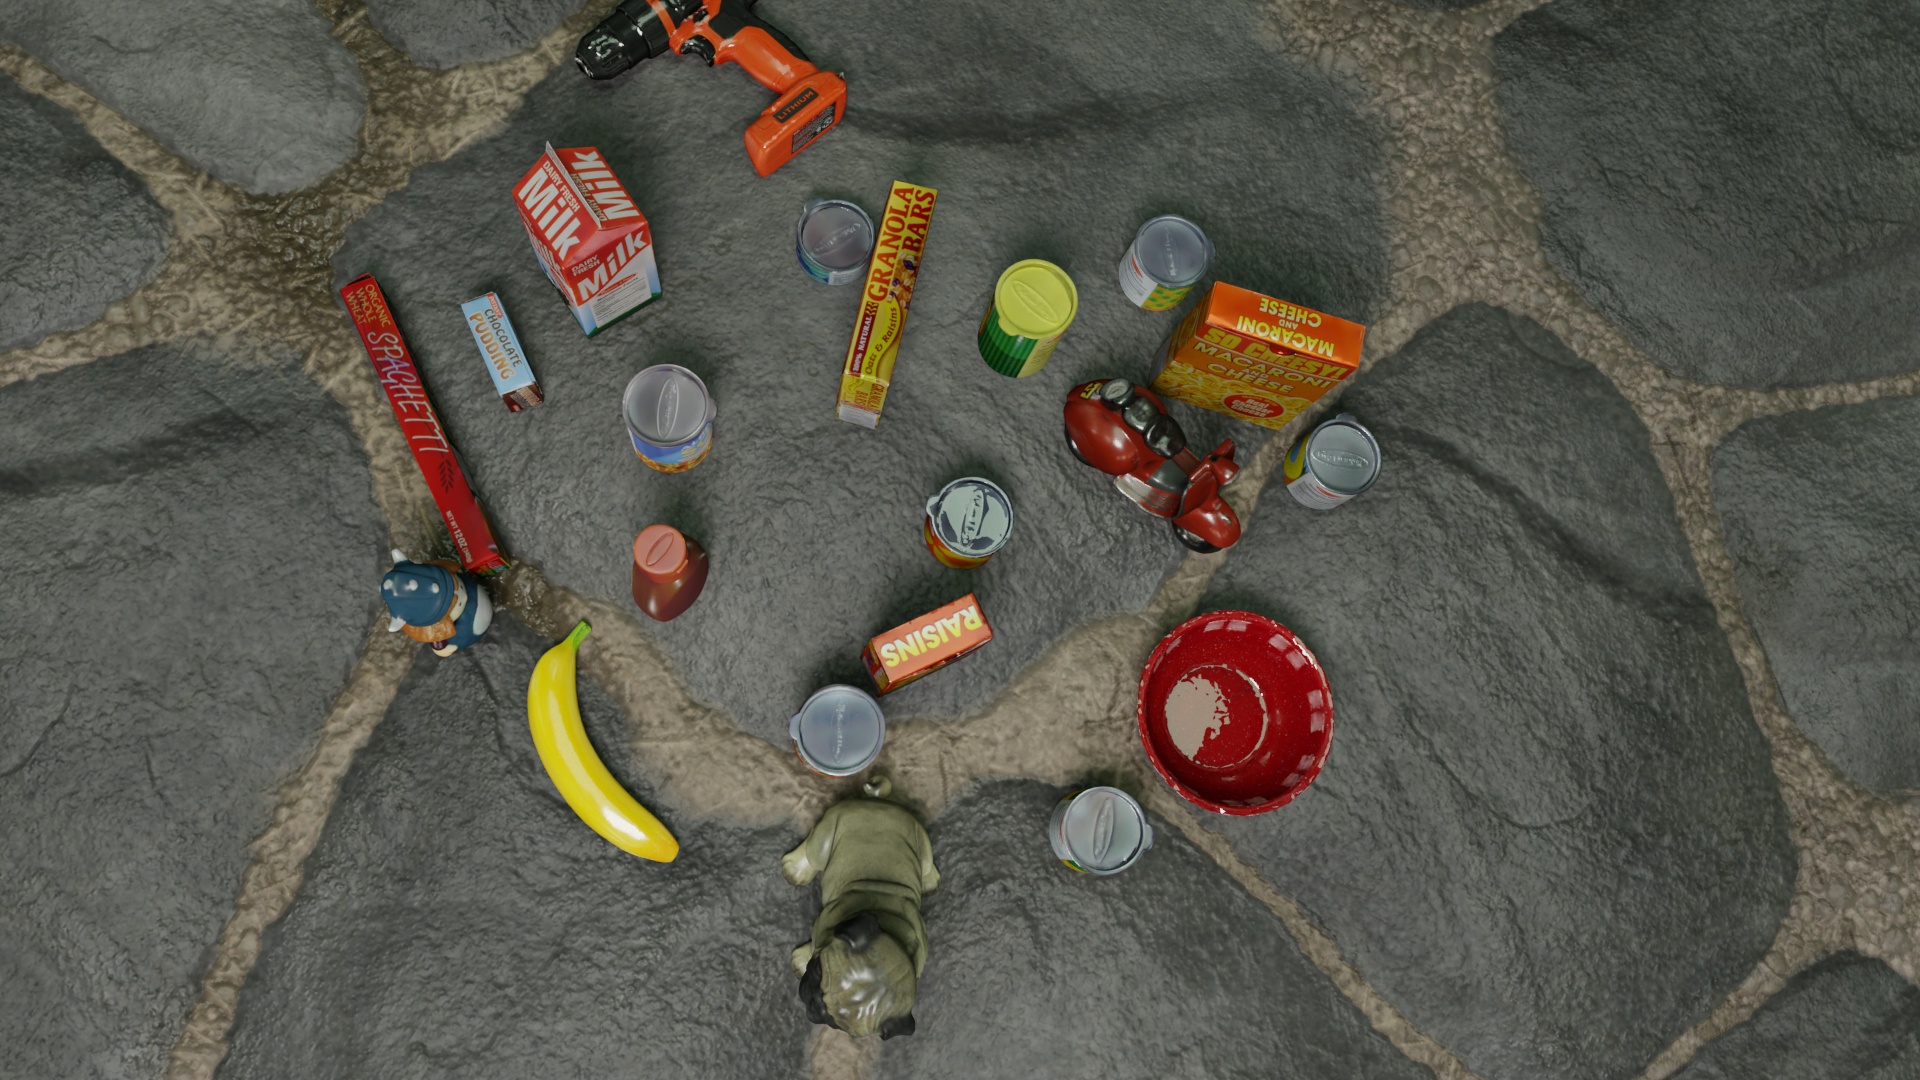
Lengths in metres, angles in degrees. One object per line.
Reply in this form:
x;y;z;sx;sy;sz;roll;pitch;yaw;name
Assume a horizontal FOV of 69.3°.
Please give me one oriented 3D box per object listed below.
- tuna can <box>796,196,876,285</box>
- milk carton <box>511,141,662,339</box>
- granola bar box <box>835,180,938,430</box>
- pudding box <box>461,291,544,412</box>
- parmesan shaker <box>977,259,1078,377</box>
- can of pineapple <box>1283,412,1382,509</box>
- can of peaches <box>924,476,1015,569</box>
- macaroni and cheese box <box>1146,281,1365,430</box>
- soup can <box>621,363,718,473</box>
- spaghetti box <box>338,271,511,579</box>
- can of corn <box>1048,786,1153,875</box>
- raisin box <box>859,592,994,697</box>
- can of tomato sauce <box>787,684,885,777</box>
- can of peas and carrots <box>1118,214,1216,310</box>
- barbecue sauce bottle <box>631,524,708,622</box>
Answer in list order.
-0.106;-0.251;1.164;0.071;0.032;0.071;2;78;-8;tuna can
-0.282;-0.230;1.053;0.073;0.190;0.072;-34;85;-13;milk carton
-0.061;-0.185;1.109;0.039;0.124;0.166;14;77;-5;granola bar box
-0.360;-0.148;1.096;0.030;0.049;0.084;-24;82;-12;pudding box
0.051;-0.177;1.135;0.071;0.103;0.071;2;78;-8;parmesan shaker
0.314;-0.065;1.172;0.071;0.057;0.071;2;78;-8;can of pineapple
0.004;-0.014;1.116;0.071;0.058;0.071;2;78;-8;can of peaches
0.234;-0.144;1.121;0.124;0.166;0.040;16;77;-5;macaroni and cheese box
-0.225;-0.093;1.086;0.071;0.083;0.071;2;78;-8;soup can
-0.414;-0.088;1.075;0.029;0.050;0.250;-25;83;-12;spaghetti box
0.108;0.226;1.079;0.071;0.058;0.071;2;78;-8;can of corn
-0.028;0.082;1.057;0.086;0.123;0.040;-23;83;-12;raisin box
-0.096;0.146;1.054;0.071;0.083;0.071;2;78;-8;can of tomato sauce
0.176;-0.237;1.189;0.071;0.058;0.071;2;78;-8;can of peas and carrots
-0.217;0.021;1.030;0.043;0.148;0.065;36;76;0;barbecue sauce bottle
